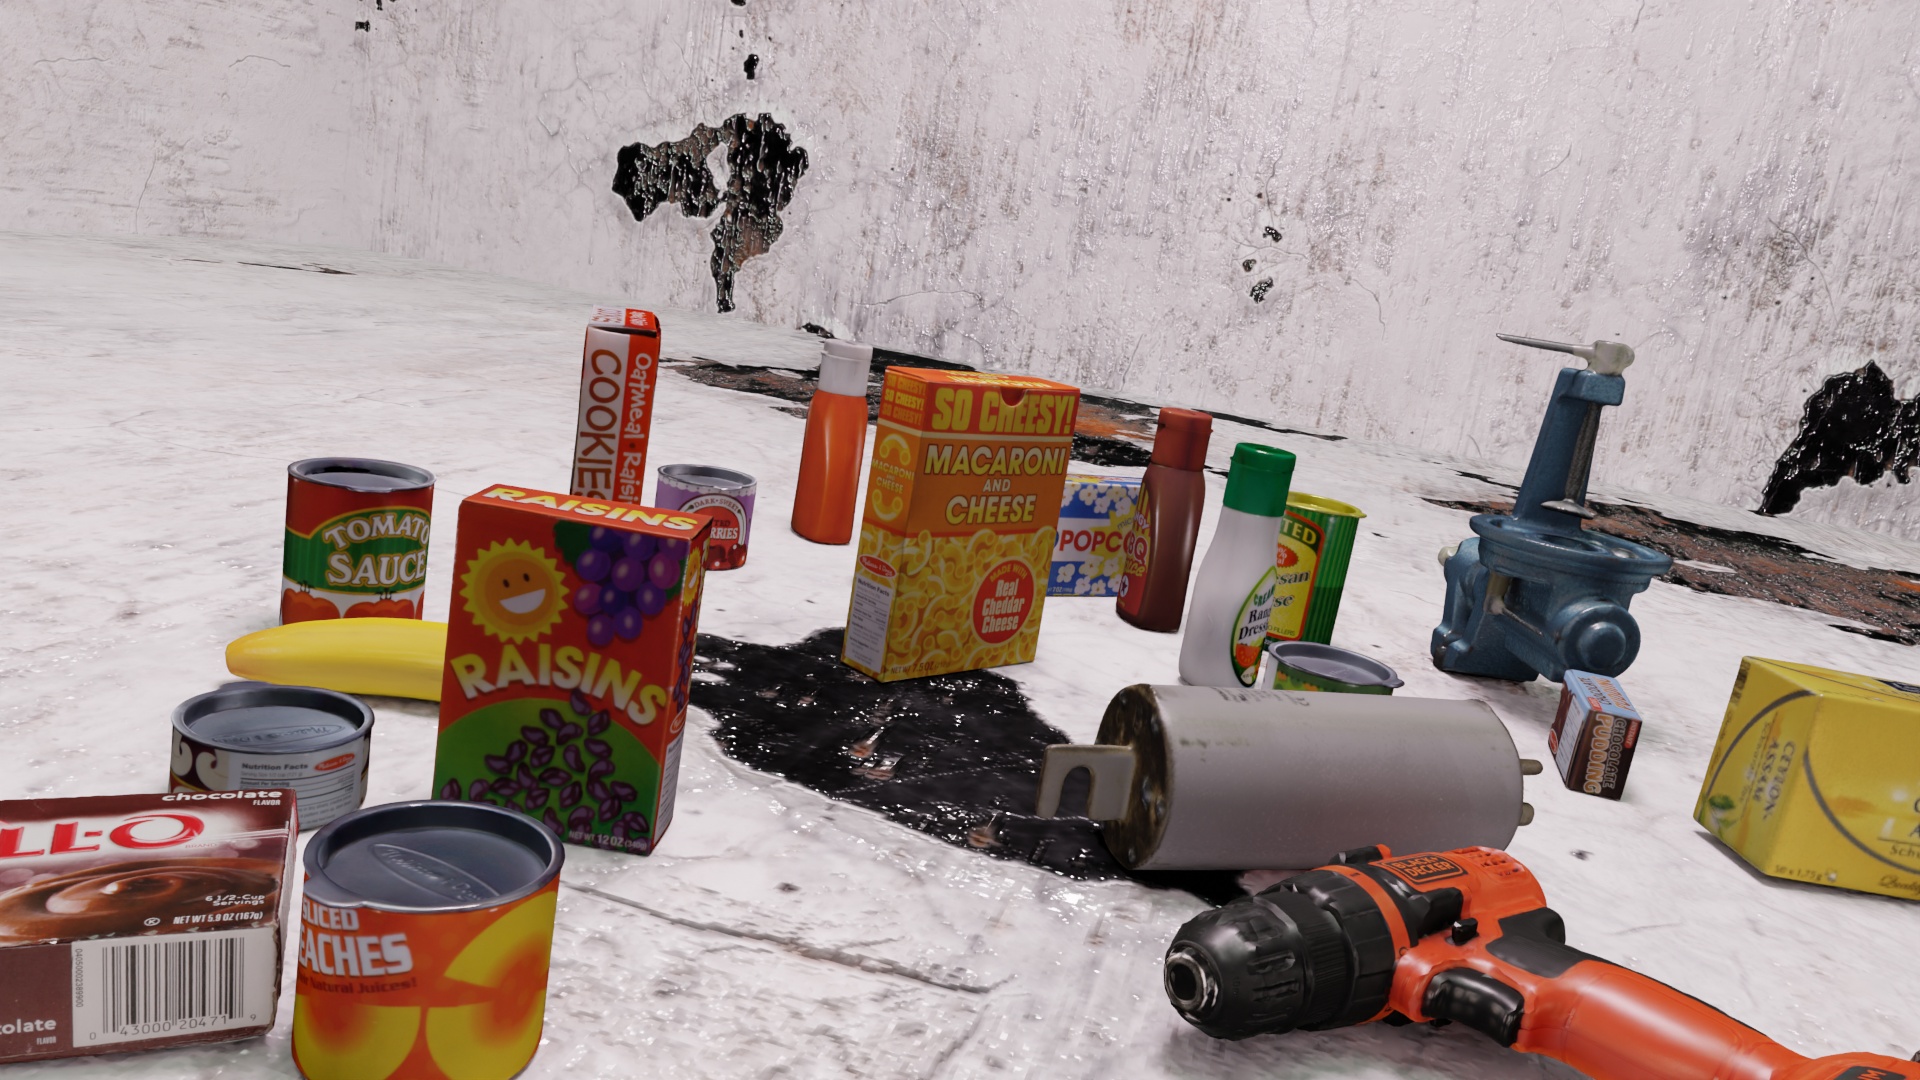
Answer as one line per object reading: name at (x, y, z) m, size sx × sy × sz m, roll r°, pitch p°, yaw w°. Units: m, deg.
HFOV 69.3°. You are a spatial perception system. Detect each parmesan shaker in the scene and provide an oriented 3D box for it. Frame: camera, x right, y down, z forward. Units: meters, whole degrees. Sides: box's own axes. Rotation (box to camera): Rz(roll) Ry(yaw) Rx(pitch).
parmesan shaker at (0.233, 0.023, 0.952) m, size 0.071 × 0.102 × 0.071 m, roll 9°, pitch 12°, yaw -2°

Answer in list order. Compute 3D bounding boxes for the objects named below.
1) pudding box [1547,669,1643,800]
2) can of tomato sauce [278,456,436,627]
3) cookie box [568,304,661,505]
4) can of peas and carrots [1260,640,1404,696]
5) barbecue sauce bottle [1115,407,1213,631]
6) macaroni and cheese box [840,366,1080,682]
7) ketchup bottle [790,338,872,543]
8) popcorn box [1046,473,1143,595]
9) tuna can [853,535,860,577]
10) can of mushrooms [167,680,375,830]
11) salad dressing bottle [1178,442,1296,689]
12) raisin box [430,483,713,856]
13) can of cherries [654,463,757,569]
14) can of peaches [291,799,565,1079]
pudding box at (0.359, 0.108, 0.789) m, size 0.030 × 0.049 × 0.084 m, roll 12°, pitch 13°, yaw 13°
can of tomato sauce at (-0.294, 0.007, 0.678) m, size 0.071 × 0.083 × 0.071 m, roll 9°, pitch 12°, yaw -2°
cookie box at (-0.197, -0.043, 0.780) m, size 0.040 × 0.167 × 0.123 m, roll 6°, pitch 12°, yaw -15°
can of peas and carrots at (0.190, 0.090, 0.722) m, size 0.071 × 0.058 × 0.071 m, roll 9°, pitch 12°, yaw -2°
barbecue sauce bottle at (0.142, -0.016, 0.954) m, size 0.044 × 0.148 × 0.065 m, roll 7°, pitch 12°, yaw -11°
macaroni and cheese box at (0.003, -0.010, 0.781) m, size 0.124 × 0.166 × 0.040 m, roll -3°, pitch 17°, yaw -45°
ketchup bottle at (-0.095, -0.075, 1.044) m, size 0.043 × 0.148 × 0.065 m, roll 4°, pitch 13°, yaw -26°
popcorn box at (0.102, -0.004, 1.020) m, size 0.127 × 0.085 × 0.038 m, roll 2°, pitch 14°, yaw -32°
tuna can at (-0.037, 0.018, 0.938) m, size 0.071 × 0.032 × 0.071 m, roll 9°, pitch 12°, yaw -2°
can of mushrooms at (-0.251, 0.078, 0.507) m, size 0.071 × 0.033 × 0.071 m, roll 9°, pitch 12°, yaw -2°
salad dressing bottle at (0.167, 0.017, 0.829) m, size 0.044 × 0.147 × 0.064 m, roll 18°, pitch 14°, yaw 34°
raisin box at (-0.144, 0.047, 0.517) m, size 0.086 × 0.123 × 0.040 m, roll 10°, pitch 12°, yaw 0°
can of cherries at (-0.172, -0.016, 0.929) m, size 0.071 × 0.058 × 0.071 m, roll 9°, pitch 12°, yaw -2°
can of peaches at (-0.147, 0.111, 0.378) m, size 0.071 × 0.058 × 0.071 m, roll 9°, pitch 12°, yaw -2°
